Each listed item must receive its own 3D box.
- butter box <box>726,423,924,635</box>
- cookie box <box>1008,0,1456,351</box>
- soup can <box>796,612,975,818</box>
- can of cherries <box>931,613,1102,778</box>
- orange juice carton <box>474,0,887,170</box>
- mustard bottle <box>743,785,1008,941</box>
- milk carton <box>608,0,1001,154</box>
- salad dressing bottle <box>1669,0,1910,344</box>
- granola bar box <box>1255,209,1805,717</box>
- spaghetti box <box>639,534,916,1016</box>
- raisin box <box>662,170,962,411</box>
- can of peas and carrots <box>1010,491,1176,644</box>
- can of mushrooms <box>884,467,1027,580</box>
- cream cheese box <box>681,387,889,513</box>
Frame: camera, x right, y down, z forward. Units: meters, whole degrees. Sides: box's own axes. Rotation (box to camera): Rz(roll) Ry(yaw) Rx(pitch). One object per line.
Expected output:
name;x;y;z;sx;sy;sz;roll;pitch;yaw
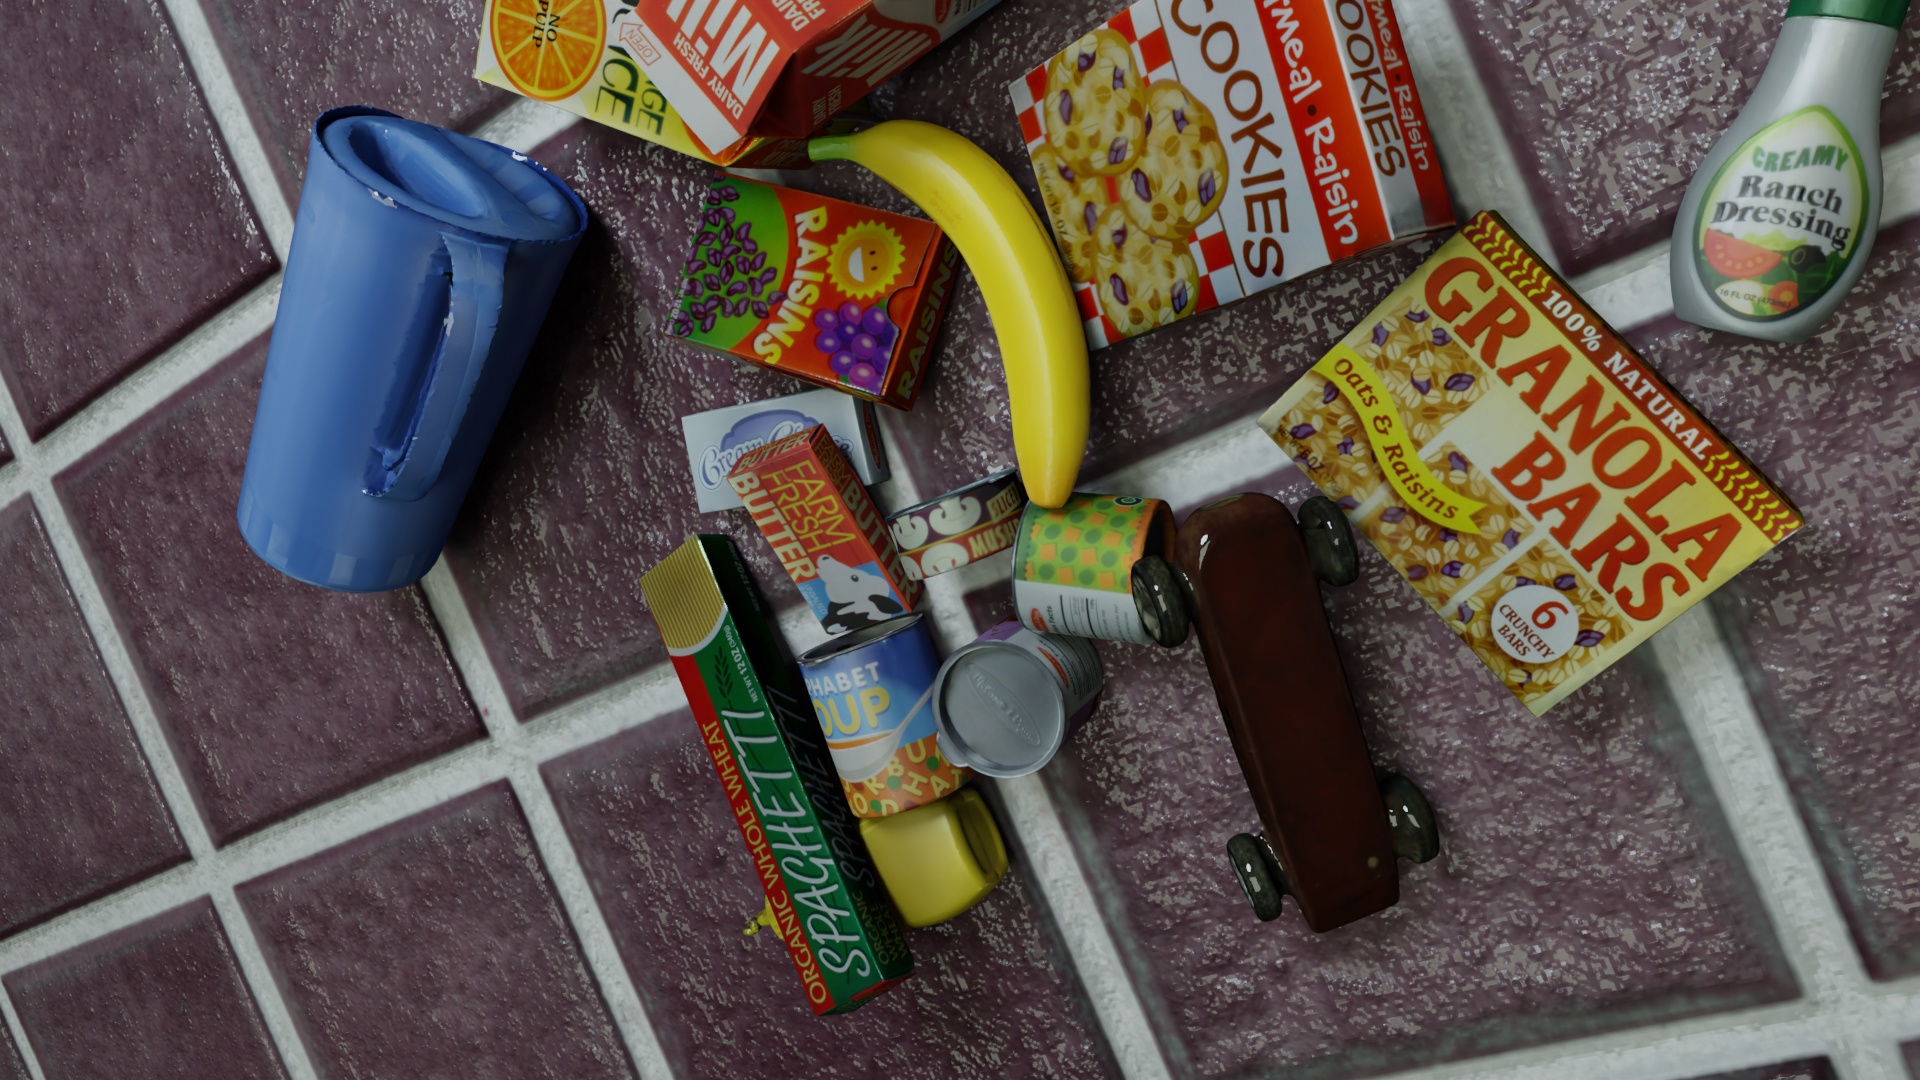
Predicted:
butter box;-0.066;-0.003;0.683;0.053;0.024;0.103;-17;116;28
cookie box;0.100;-0.156;0.550;0.167;0.040;0.123;-12;96;55
soup can;-0.038;0.087;0.684;0.071;0.071;0.083;-17;94;26
can of cherries;0.026;0.073;0.660;0.071;0.058;0.071;5;104;22
orange juice carton;-0.129;-0.226;0.659;0.193;0.072;0.072;23;110;19
mustard bottle;-0.053;0.177;0.722;0.160;0.049;0.065;-26;83;27
milk carton;-0.045;-0.235;0.566;0.191;0.073;0.072;-39;84;-10
salad dressing bottle;0.303;-0.147;0.498;0.064;0.044;0.147;17;107;21
granola bar box;0.223;-0.031;0.560;0.165;0.039;0.123;48;116;8
spaghetti box;-0.096;0.114;0.703;0.050;0.029;0.250;-36;69;26
raisin box;-0.070;-0.119;0.661;0.123;0.040;0.086;18;88;20
can of peas and carrots;0.062;0.009;0.627;0.059;0.071;0.070;6;103;23
can of mushrooms;0.002;-0.008;0.648;0.071;0.071;0.033;-19;93;26
cream cheese box;-0.090;-0.047;0.705;0.103;0.024;0.053;-9;96;25
